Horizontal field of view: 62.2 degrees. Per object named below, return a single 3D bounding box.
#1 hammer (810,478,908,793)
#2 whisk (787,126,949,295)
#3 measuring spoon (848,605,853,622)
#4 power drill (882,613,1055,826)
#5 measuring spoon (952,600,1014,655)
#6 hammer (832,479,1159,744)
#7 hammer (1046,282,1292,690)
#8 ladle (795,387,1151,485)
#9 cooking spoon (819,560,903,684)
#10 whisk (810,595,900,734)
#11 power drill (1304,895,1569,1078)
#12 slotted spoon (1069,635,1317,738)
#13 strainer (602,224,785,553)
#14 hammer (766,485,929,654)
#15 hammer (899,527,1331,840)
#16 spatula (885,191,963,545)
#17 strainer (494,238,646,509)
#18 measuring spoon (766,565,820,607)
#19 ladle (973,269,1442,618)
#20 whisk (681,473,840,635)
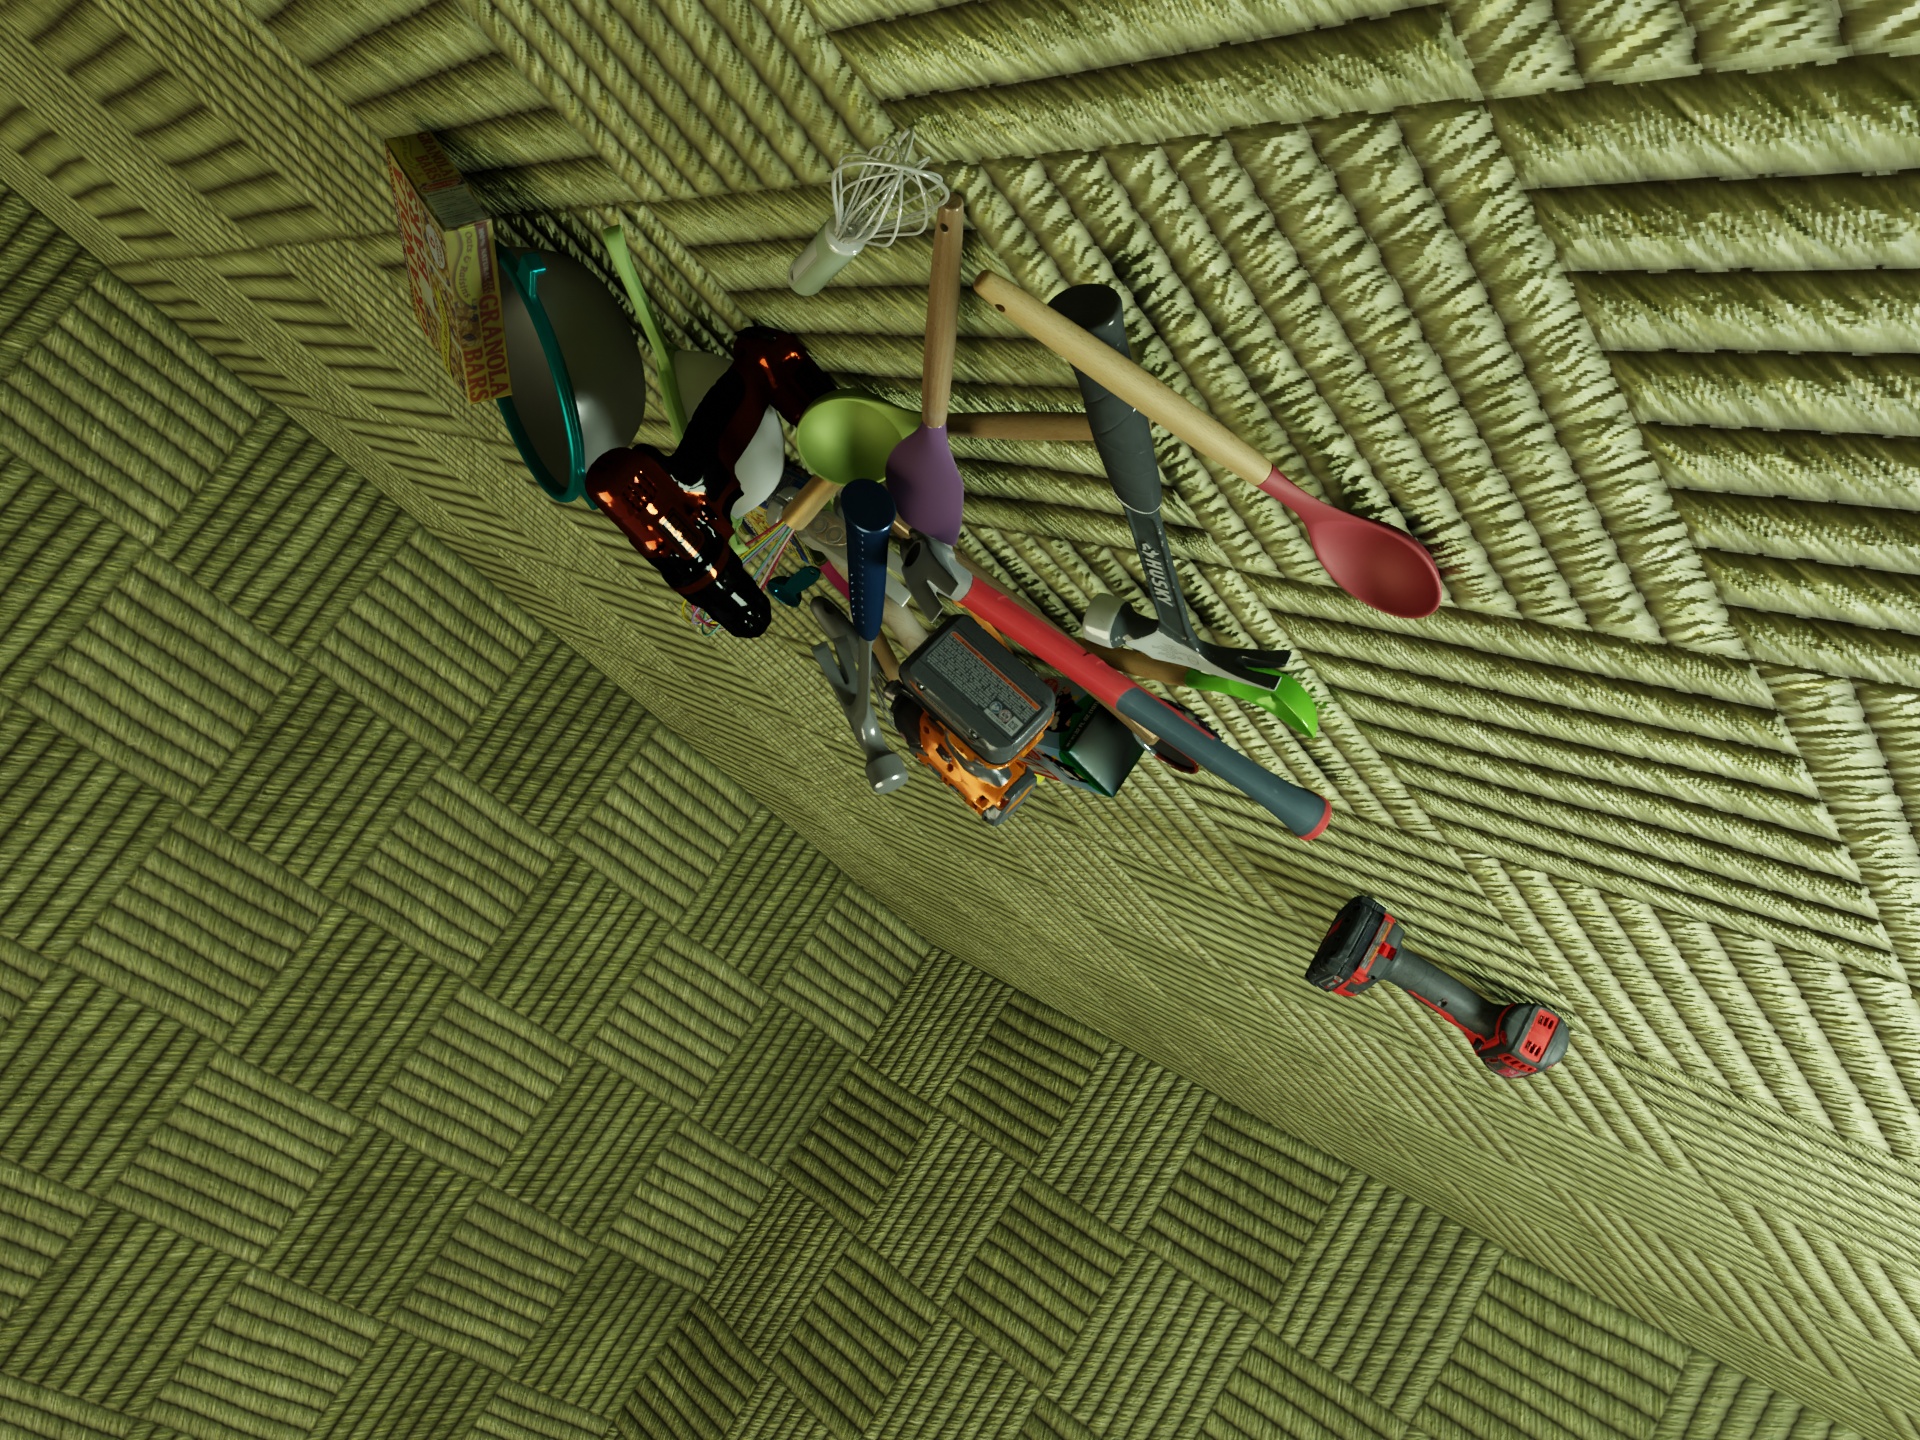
[{"bbox_3d":[-0.076,-0.073,1.228,0.405,0.035,0.144,100,146,-68],"label":"hammer"},{"bbox_3d":[-0.062,-0.271,0.880,0.059,0.058,0.246,10,179,-18],"label":"whisk"},{"bbox_3d":[-0.096,-0.114,1.589,0.034,0.018,0.124,35,166,0],"label":"measuring spoon"},{"bbox_3d":[-0.002,-0.004,1.362,0.164,0.084,0.226,42,164,10],"label":"power drill"},{"bbox_3d":[0.022,-0.080,1.429,0.021,0.011,0.116,24,163,40],"label":"measuring spoon"},{"bbox_3d":[0.031,-0.095,1.252,0.331,0.031,0.130,39,167,3],"label":"hammer"},{"bbox_3d":[0.112,-0.122,0.942,0.149,0.036,0.408,21,165,22],"label":"hammer"},{"bbox_3d":[0.000,-0.182,1.025,0.320,0.062,0.078,14,155,51],"label":"ladle"},{"bbox_3d":[-0.088,-0.092,1.565,0.069,0.017,0.318,28,156,34],"label":"cooking spoon"},{"bbox_3d":[-0.097,-0.055,1.746,0.055,0.055,0.238,21,158,46],"label":"whisk"},{"bbox_3d":[0.437,0.255,1.465,0.220,0.078,0.143,29,167,11],"label":"power drill"},{"bbox_3d":[0.158,-0.038,1.209,0.070,0.031,0.314,43,166,-33],"label":"slotted spoon"},{"bbox_3d":[-0.188,-0.262,1.189,0.152,0.069,0.256,-103,-5,-45],"label":"strainer"},{"bbox_3d":[-0.046,-0.083,1.447,0.146,0.038,0.410,34,174,22],"label":"hammer"},{"bbox_3d":[0.123,-0.012,1.151,0.386,0.038,0.143,32,-166,-18],"label":"hammer"},{"bbox_3d":[-0.017,-0.199,0.959,0.060,0.018,0.315,28,155,9],"label":"spatula"},{"bbox_3d":[-0.340,-0.306,1.316,0.341,0.095,0.210,32,138,54],"label":"strainer"},{"bbox_3d":[-0.168,-0.148,1.664,0.042,0.021,0.128,38,158,-15],"label":"measuring spoon"},{"bbox_3d":[0.132,-0.136,0.799,0.315,0.031,0.069,28,162,-27],"label":"ladle"},{"bbox_3d":[-0.147,-0.144,1.254,0.047,0.051,0.245,33,128,-21],"label":"whisk"}]
